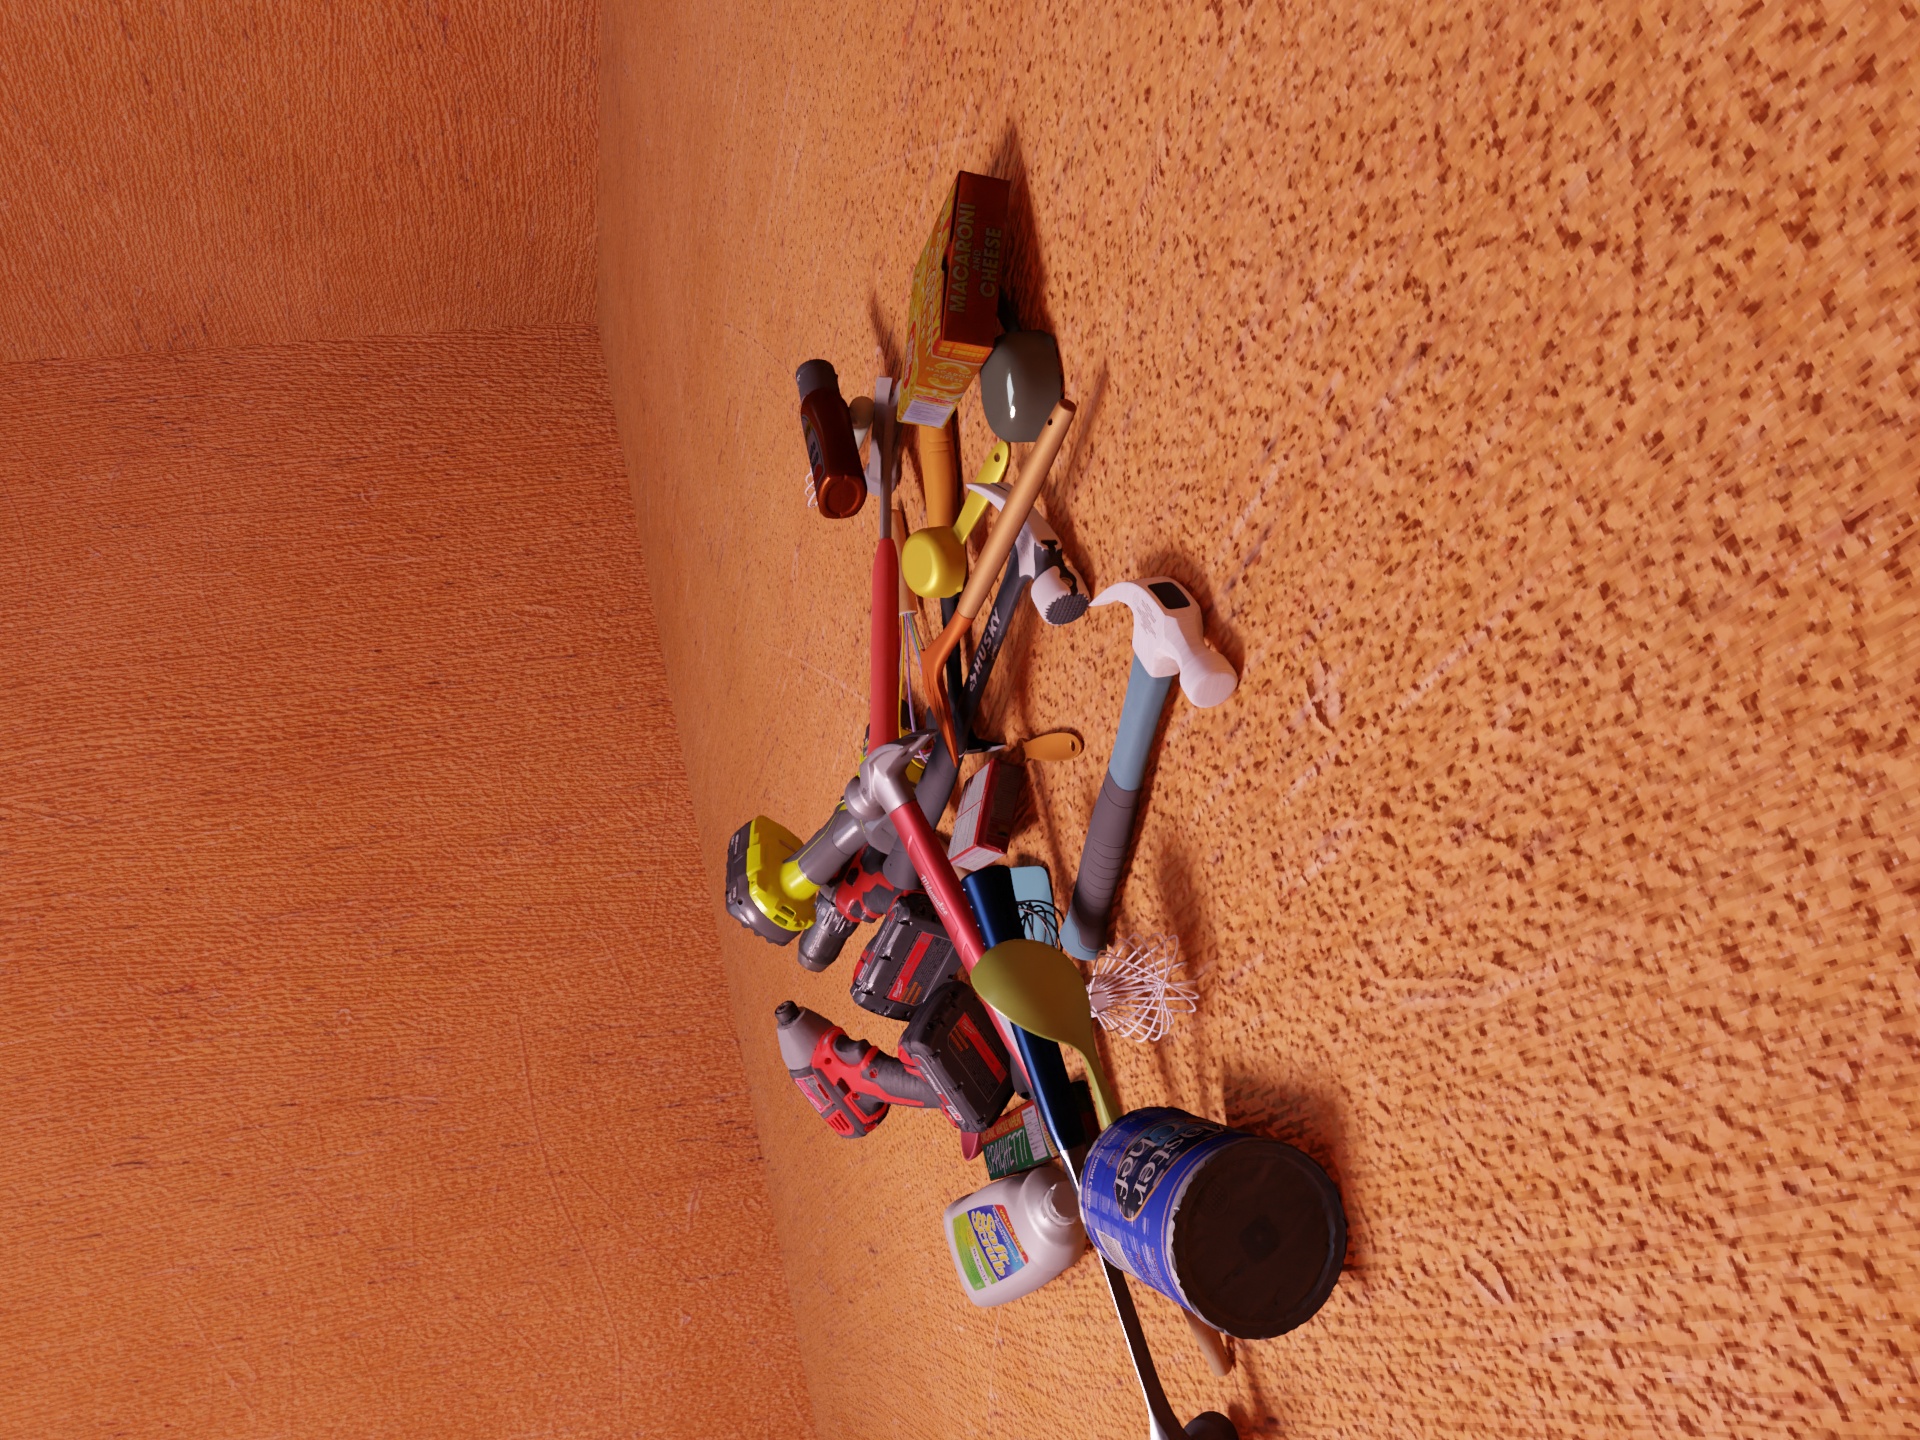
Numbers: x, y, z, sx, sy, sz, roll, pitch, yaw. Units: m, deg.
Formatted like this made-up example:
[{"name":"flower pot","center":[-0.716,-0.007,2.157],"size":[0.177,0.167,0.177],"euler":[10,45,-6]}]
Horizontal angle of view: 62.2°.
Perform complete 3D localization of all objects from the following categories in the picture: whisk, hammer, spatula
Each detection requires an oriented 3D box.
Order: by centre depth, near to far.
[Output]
[{"name":"hammer","center":[0.103,0.045,1.018],"size":[0.330,0.033,0.128],"euler":[99,155,-45]},{"name":"hammer","center":[0.074,0.287,1.028],"size":[0.144,0.035,0.406],"euler":[14,-127,-59]},{"name":"whisk","center":[0.098,0.187,1.079],"size":[0.284,0.070,0.070],"euler":[125,134,-73]},{"name":"spatula","center":[0.021,-0.093,1.096],"size":[0.322,0.041,0.081],"euler":[-62,39,44]},{"name":"hammer","center":[0.031,0.191,1.151],"size":[0.386,0.038,0.143],"euler":[62,153,9]},{"name":"hammer","center":[-0.002,-0.004,1.230],"size":[0.408,0.036,0.149],"euler":[111,144,-44]},{"name":"whisk","center":[0.055,0.223,1.246],"size":[0.055,0.055,0.238],"euler":[-116,18,-45]},{"name":"hammer","center":[-0.011,-0.139,1.300],"size":[0.127,0.034,0.336],"euler":[-150,54,-70]},{"name":"hammer","center":[-0.062,-0.107,1.334],"size":[0.149,0.036,0.359],"euler":[106,165,-62]},{"name":"spatula","center":[0.015,0.135,1.374],"size":[0.318,0.044,0.082],"euler":[-149,50,-74]},{"name":"whisk","center":[-0.048,-0.076,1.440],"size":[0.051,0.047,0.245],"euler":[132,130,-70]},{"name":"whisk","center":[-0.111,-0.255,1.523],"size":[0.058,0.059,0.246],"euler":[52,163,1]}]

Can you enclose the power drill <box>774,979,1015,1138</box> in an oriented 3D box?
[{"name":"power drill","center":[-0.066,0.296,1.388],"size":[0.220,0.078,0.143],"euler":[-16,114,43]}]

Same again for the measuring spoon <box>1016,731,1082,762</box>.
[{"name":"measuring spoon","center":[0.067,0.020,1.169],"size":[0.117,0.011,0.021],"euler":[171,91,-70]}]

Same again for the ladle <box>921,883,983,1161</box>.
[{"name":"ladle","center":[-0.014,0.262,1.522],"size":[0.069,0.031,0.316],"euler":[119,141,-57]}]

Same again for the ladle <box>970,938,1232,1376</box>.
[{"name":"ladle","center":[0.094,0.279,0.996],"size":[0.078,0.062,0.320],"euler":[-70,-43,-76]}]

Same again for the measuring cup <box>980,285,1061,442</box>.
[{"name":"measuring cup","center":[0.026,-0.262,1.109],"size":[0.083,0.038,0.168],"euler":[103,153,-51]}]

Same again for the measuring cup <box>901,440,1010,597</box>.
[{"name":"measuring cup","center":[-0.004,-0.155,1.217],"size":[0.062,0.029,0.156],"euler":[59,140,26]}]

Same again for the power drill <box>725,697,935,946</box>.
[{"name":"power drill","center":[-0.118,0.090,1.504],"size":[0.228,0.080,0.191],"euler":[-40,32,22]}]

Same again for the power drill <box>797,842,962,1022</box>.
[{"name":"power drill","center":[-0.084,0.198,1.520],"size":[0.188,0.080,0.227],"euler":[-62,28,12]}]
